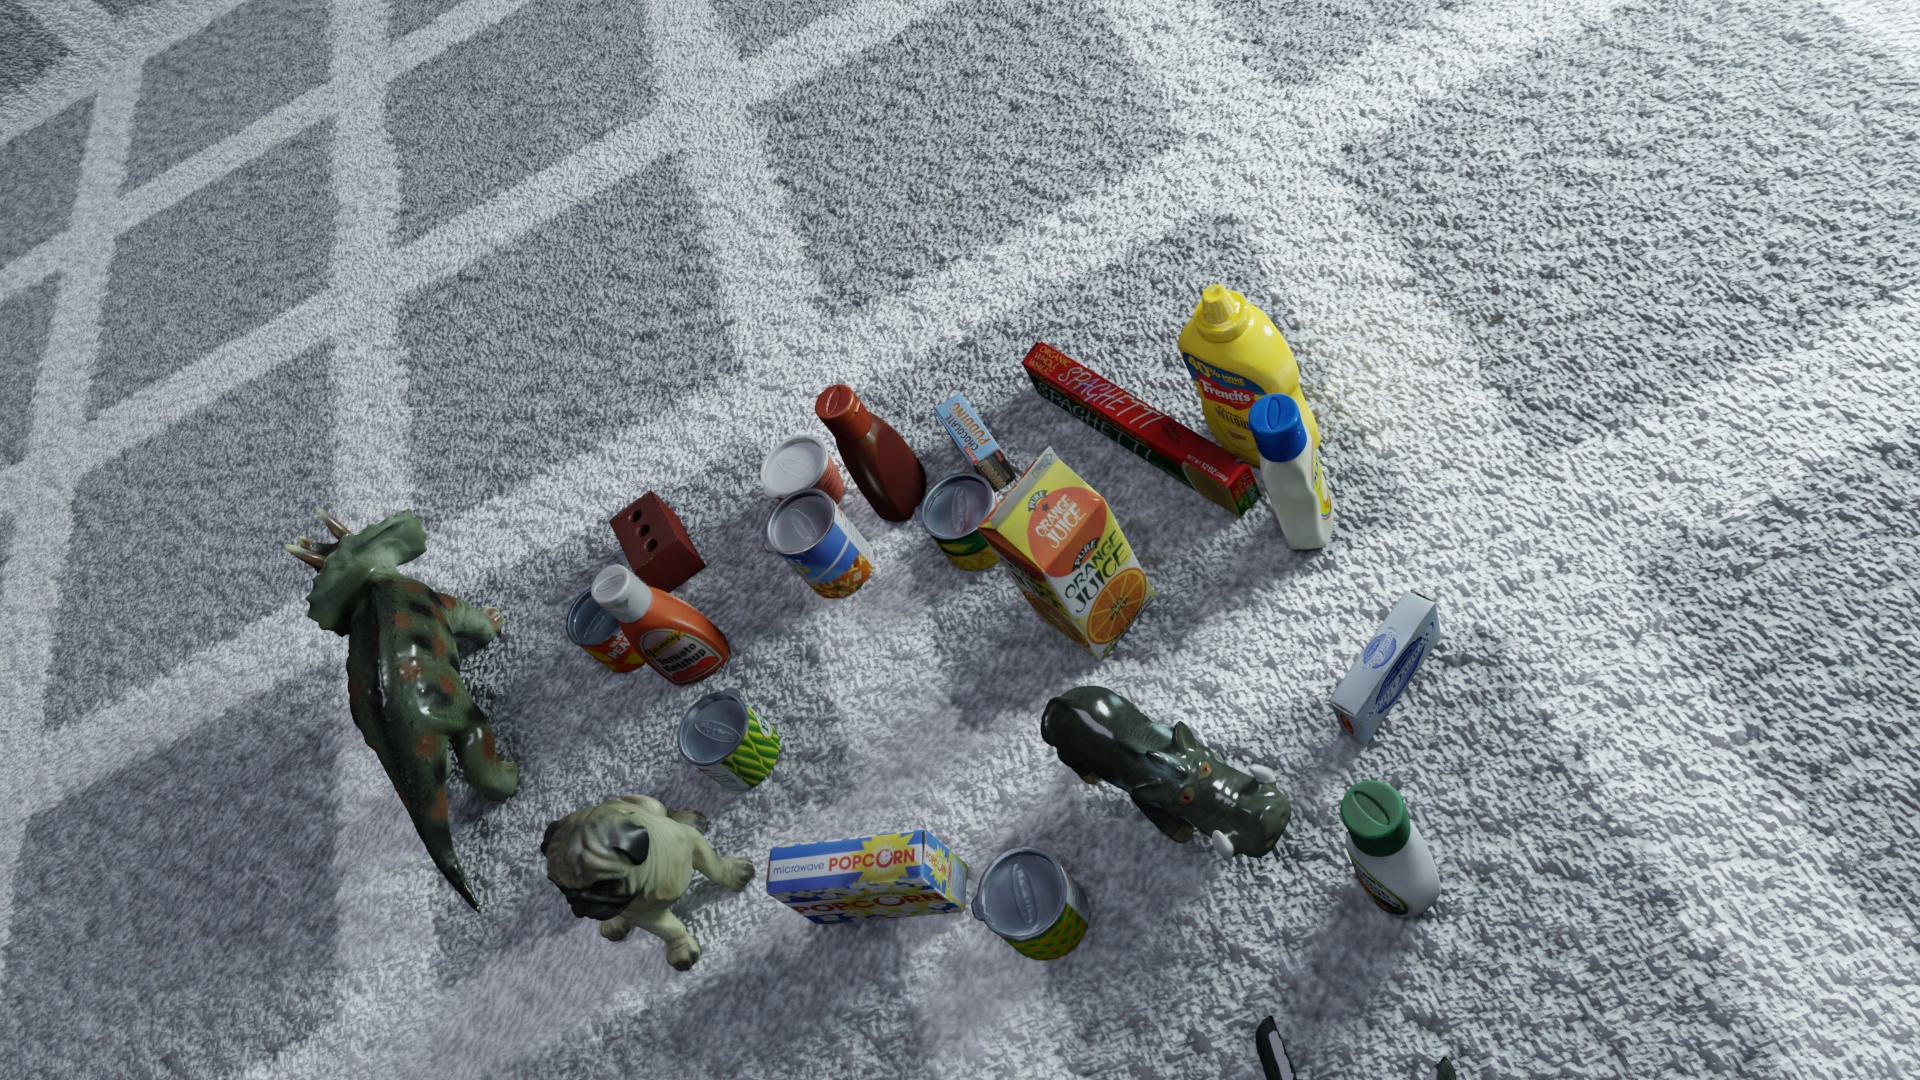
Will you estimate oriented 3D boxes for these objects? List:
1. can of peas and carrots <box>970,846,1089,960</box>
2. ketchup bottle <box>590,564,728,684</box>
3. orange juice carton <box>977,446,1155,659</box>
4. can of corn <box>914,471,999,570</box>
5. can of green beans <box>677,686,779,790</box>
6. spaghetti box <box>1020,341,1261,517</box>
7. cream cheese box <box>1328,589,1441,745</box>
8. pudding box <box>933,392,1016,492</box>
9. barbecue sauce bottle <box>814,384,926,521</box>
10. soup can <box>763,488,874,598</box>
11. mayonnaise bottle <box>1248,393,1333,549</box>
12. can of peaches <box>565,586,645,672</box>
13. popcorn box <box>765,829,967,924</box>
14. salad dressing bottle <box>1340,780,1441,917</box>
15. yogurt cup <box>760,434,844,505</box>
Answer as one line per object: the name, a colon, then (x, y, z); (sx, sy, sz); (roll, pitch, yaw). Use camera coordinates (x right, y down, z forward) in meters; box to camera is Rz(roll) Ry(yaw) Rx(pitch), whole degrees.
can of peas and carrots: (0.050, 0.259, 0.986); (0.071, 0.058, 0.071); (-12, 55, 18)
ketchup bottle: (-0.261, 0.071, 1.193); (0.064, 0.148, 0.044); (-27, 52, 7)
orange juice carton: (0.076, 0.007, 1.053); (0.073, 0.192, 0.072); (33, 77, 37)
can of corn: (0.004, -0.015, 1.186); (0.071, 0.058, 0.071); (-12, 55, 18)
can of green beans: (-0.192, 0.167, 1.157); (0.071, 0.057, 0.071); (-12, 55, 18)
spaghetti box: (0.148, -0.098, 1.180); (0.029, 0.050, 0.250); (-47, 52, -9)
cream cheese box: (0.302, 0.090, 0.984); (0.024, 0.053, 0.104); (29, 75, 36)
pudding box: (0.013, -0.087, 1.234); (0.030, 0.049, 0.084); (-34, 52, 1)
barbecue sauce bottle: (-0.078, -0.079, 1.207); (0.043, 0.148, 0.065); (1, 60, 25)
soup can: (-0.124, 0.005, 1.215); (0.071, 0.083, 0.072); (-12, 55, 18)
mayonnaise bottle: (0.249, -0.053, 1.042); (0.041, 0.147, 0.065); (-5, 58, 22)
can of peaches: (-0.315, 0.081, 1.269); (0.071, 0.058, 0.071); (-12, 55, 18)
popcorn box: (-0.069, 0.251, 1.029); (0.126, 0.085, 0.038); (-11, 56, 18)
salad dressing bottle: (0.268, 0.193, 0.873); (0.044, 0.147, 0.064); (-40, 52, -4)
yogurt cup: (-0.143, -0.056, 1.282); (0.072, 0.053, 0.073); (-12, 55, 18)
